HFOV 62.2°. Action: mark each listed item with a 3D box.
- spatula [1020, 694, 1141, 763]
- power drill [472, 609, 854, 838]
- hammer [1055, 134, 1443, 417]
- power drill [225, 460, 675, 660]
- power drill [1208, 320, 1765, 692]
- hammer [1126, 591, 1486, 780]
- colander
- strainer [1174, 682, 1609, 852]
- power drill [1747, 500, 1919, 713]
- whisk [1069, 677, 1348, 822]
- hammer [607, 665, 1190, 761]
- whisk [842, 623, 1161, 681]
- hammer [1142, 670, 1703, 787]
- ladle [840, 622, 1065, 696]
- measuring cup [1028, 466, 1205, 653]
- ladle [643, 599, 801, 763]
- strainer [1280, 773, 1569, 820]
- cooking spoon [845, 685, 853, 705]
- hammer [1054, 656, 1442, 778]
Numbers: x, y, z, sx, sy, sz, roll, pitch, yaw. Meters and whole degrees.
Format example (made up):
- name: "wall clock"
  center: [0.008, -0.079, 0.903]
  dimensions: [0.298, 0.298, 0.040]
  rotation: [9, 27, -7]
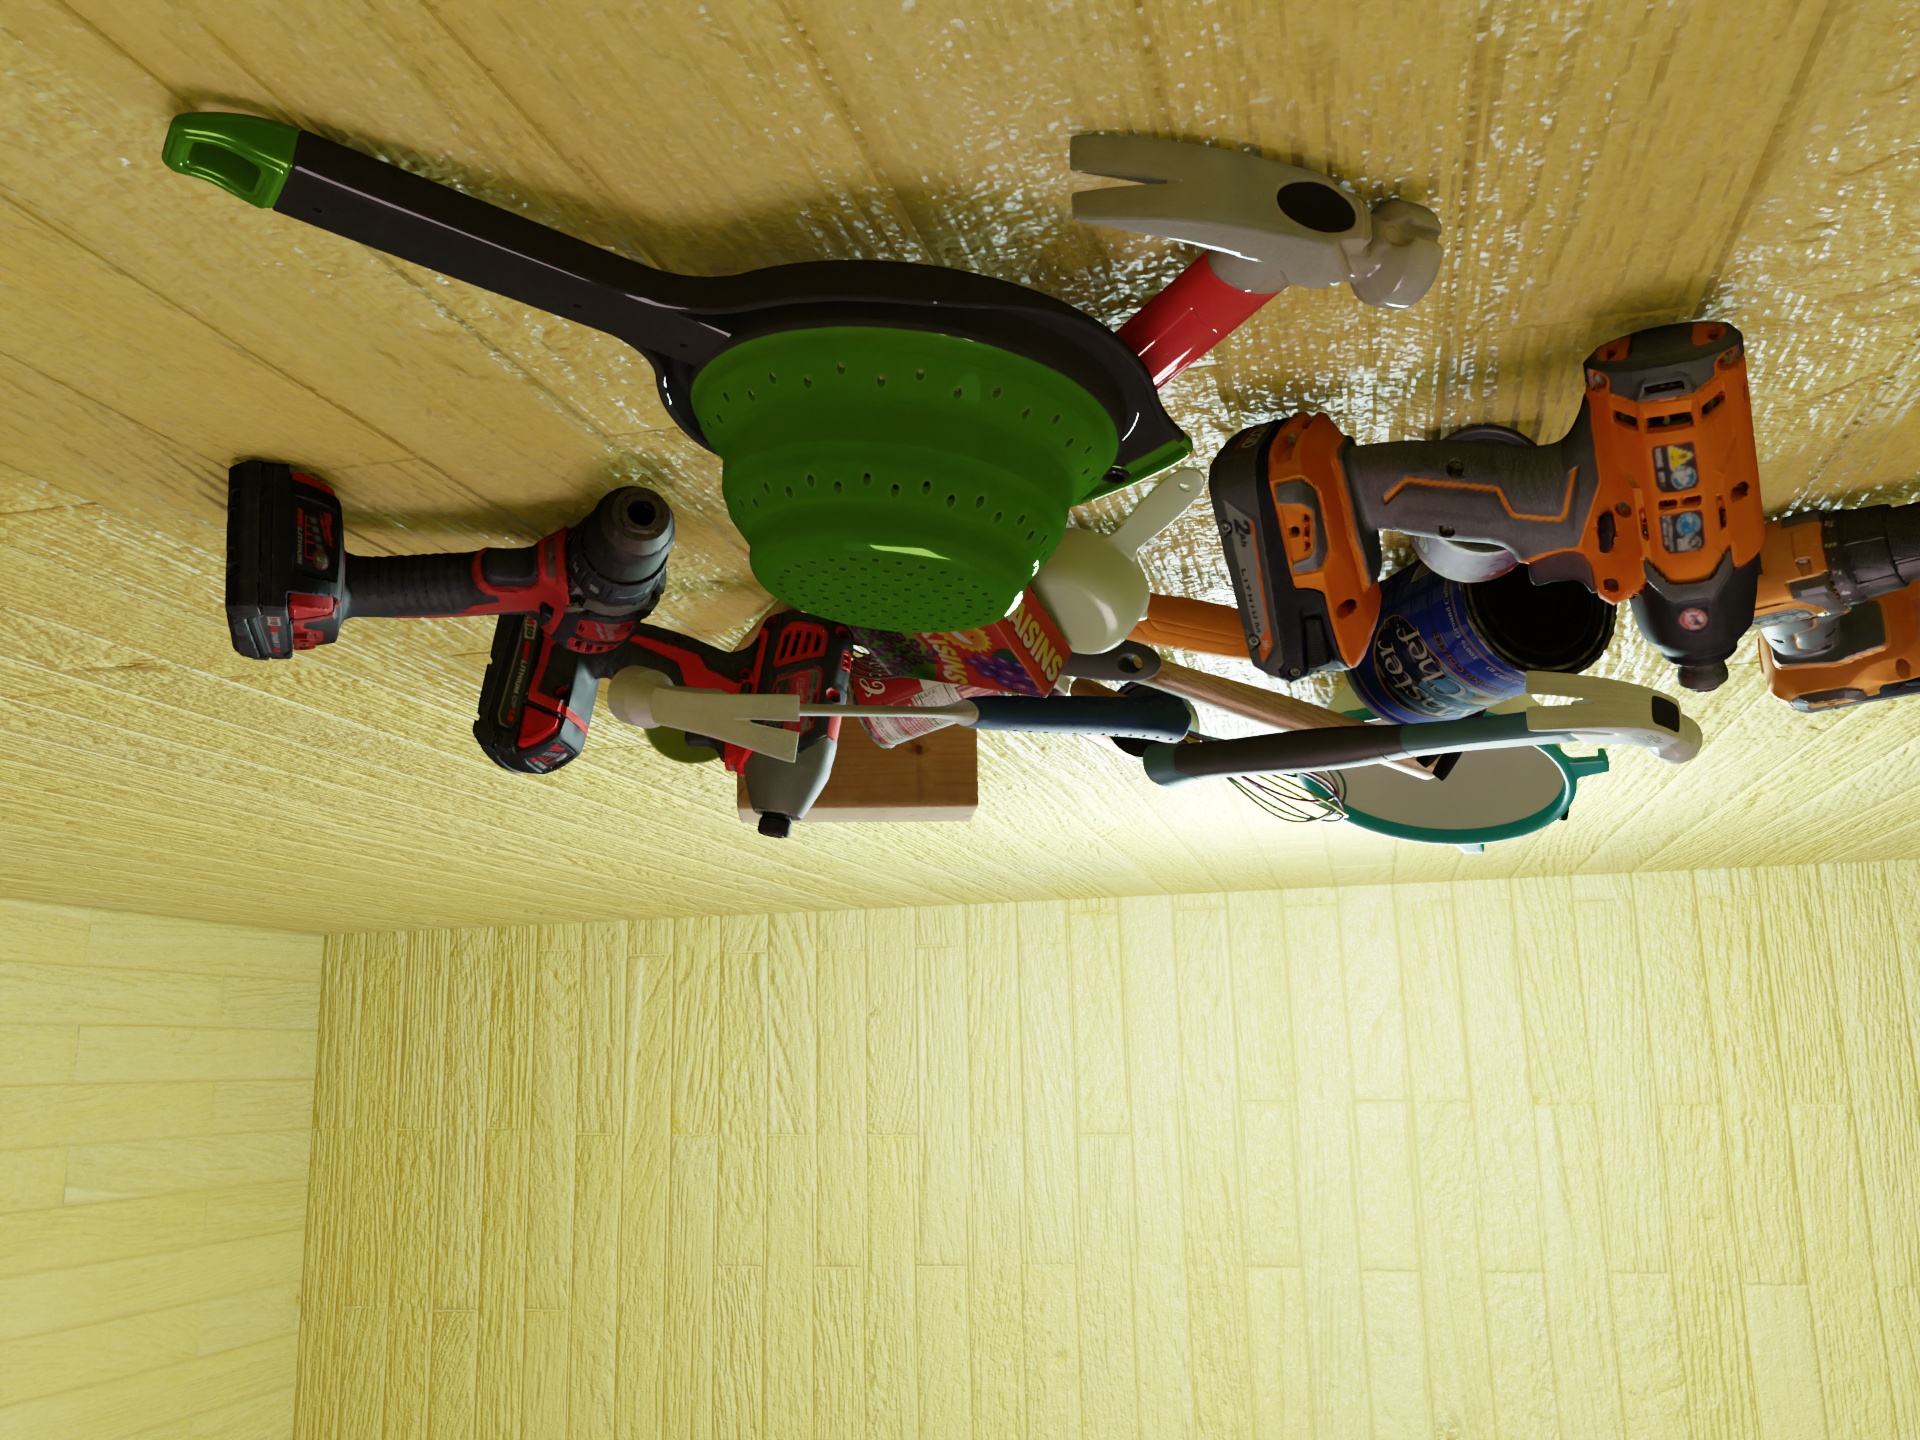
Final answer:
- name: "spatula"
  center: [0.081, 0.004, 1.270]
  dimensions: [0.081, 0.041, 0.322]
  rotation: [-10, 162, 28]
- name: "power drill"
  center: [-0.184, -0.007, 1.009]
  dimensions: [0.219, 0.143, 0.078]
  rotation: [8, 166, 4]
- name: "hammer"
  center: [0.037, -0.139, 0.718]
  dimensions: [0.143, 0.038, 0.386]
  rotation: [5, 166, -21]
- name: "power drill"
  center: [-0.268, -0.085, 0.852]
  dimensions: [0.226, 0.080, 0.188]
  rotation: [1, 168, -22]
- name: "power drill"
  center: [0.244, -0.080, 0.732]
  dimensions: [0.226, 0.164, 0.084]
  rotation: [-7, -157, 28]
- name: "hammer"
  center: [0.215, -0.044, 1.053]
  dimensions: [0.336, 0.127, 0.034]
  rotation: [10, -157, -23]
- name: "colander"
  center: [-0.093, -0.111, 0.602]
  dimensions: [0.396, 0.094, 0.204]
  rotation: [15, 164, -31]
- name: "strainer"
  center: [0.317, -0.010, 1.252]
  dimensions: [0.340, 0.095, 0.211]
  rotation: [19, 151, -6]
- name: "power drill"
  center: [0.554, -0.075, 0.979]
  dimensions: [0.185, 0.084, 0.226]
  rotation: [-15, 157, 43]
- name: "whisk"
  center: [0.188, 0.018, 1.223]
  dimensions: [0.245, 0.051, 0.047]
  rotation: [26, -155, 28]
- name: "hammer"
  center: [-0.002, -0.003, 0.973]
  dimensions: [0.405, 0.035, 0.144]
  rotation: [1, -173, -42]
- name: "whisk"
  center: [0.016, -0.045, 1.014]
  dimensions: [0.239, 0.055, 0.055]
  rotation: [7, 173, 29]
- name: "hammer"
  center: [0.263, 0.014, 0.976]
  dimensions: [0.331, 0.033, 0.128]
  rotation: [-8, 163, 38]
- name: "ladle"
  center: [-0.010, -0.039, 1.202]
  dimensions: [0.069, 0.031, 0.315]
  rotation: [-13, 162, 30]
- name: "measuring cup"
  center: [0.086, -0.089, 0.894]
  dimensions: [0.083, 0.038, 0.167]
  rotation: [36, 149, -6]
- name: "ladle"
  center: [-0.161, -0.034, 1.142]
  dimensions: [0.078, 0.062, 0.320]
  rotation: [18, 159, -18]
- name: "strainer"
  center: [0.402, 0.036, 1.394]
  dimensions: [0.256, 0.069, 0.151]
  rotation: [9, -178, 22]
- name: "cooking spoon"
  center: [-0.090, -0.019, 1.233]
  dimensions: [0.319, 0.017, 0.068]
  rotation: [-4, -177, 43]
- name: "hammer"
  center: [0.197, -0.015, 1.145]
  dimensions: [0.331, 0.031, 0.130]
  rotation: [17, 166, -13]
